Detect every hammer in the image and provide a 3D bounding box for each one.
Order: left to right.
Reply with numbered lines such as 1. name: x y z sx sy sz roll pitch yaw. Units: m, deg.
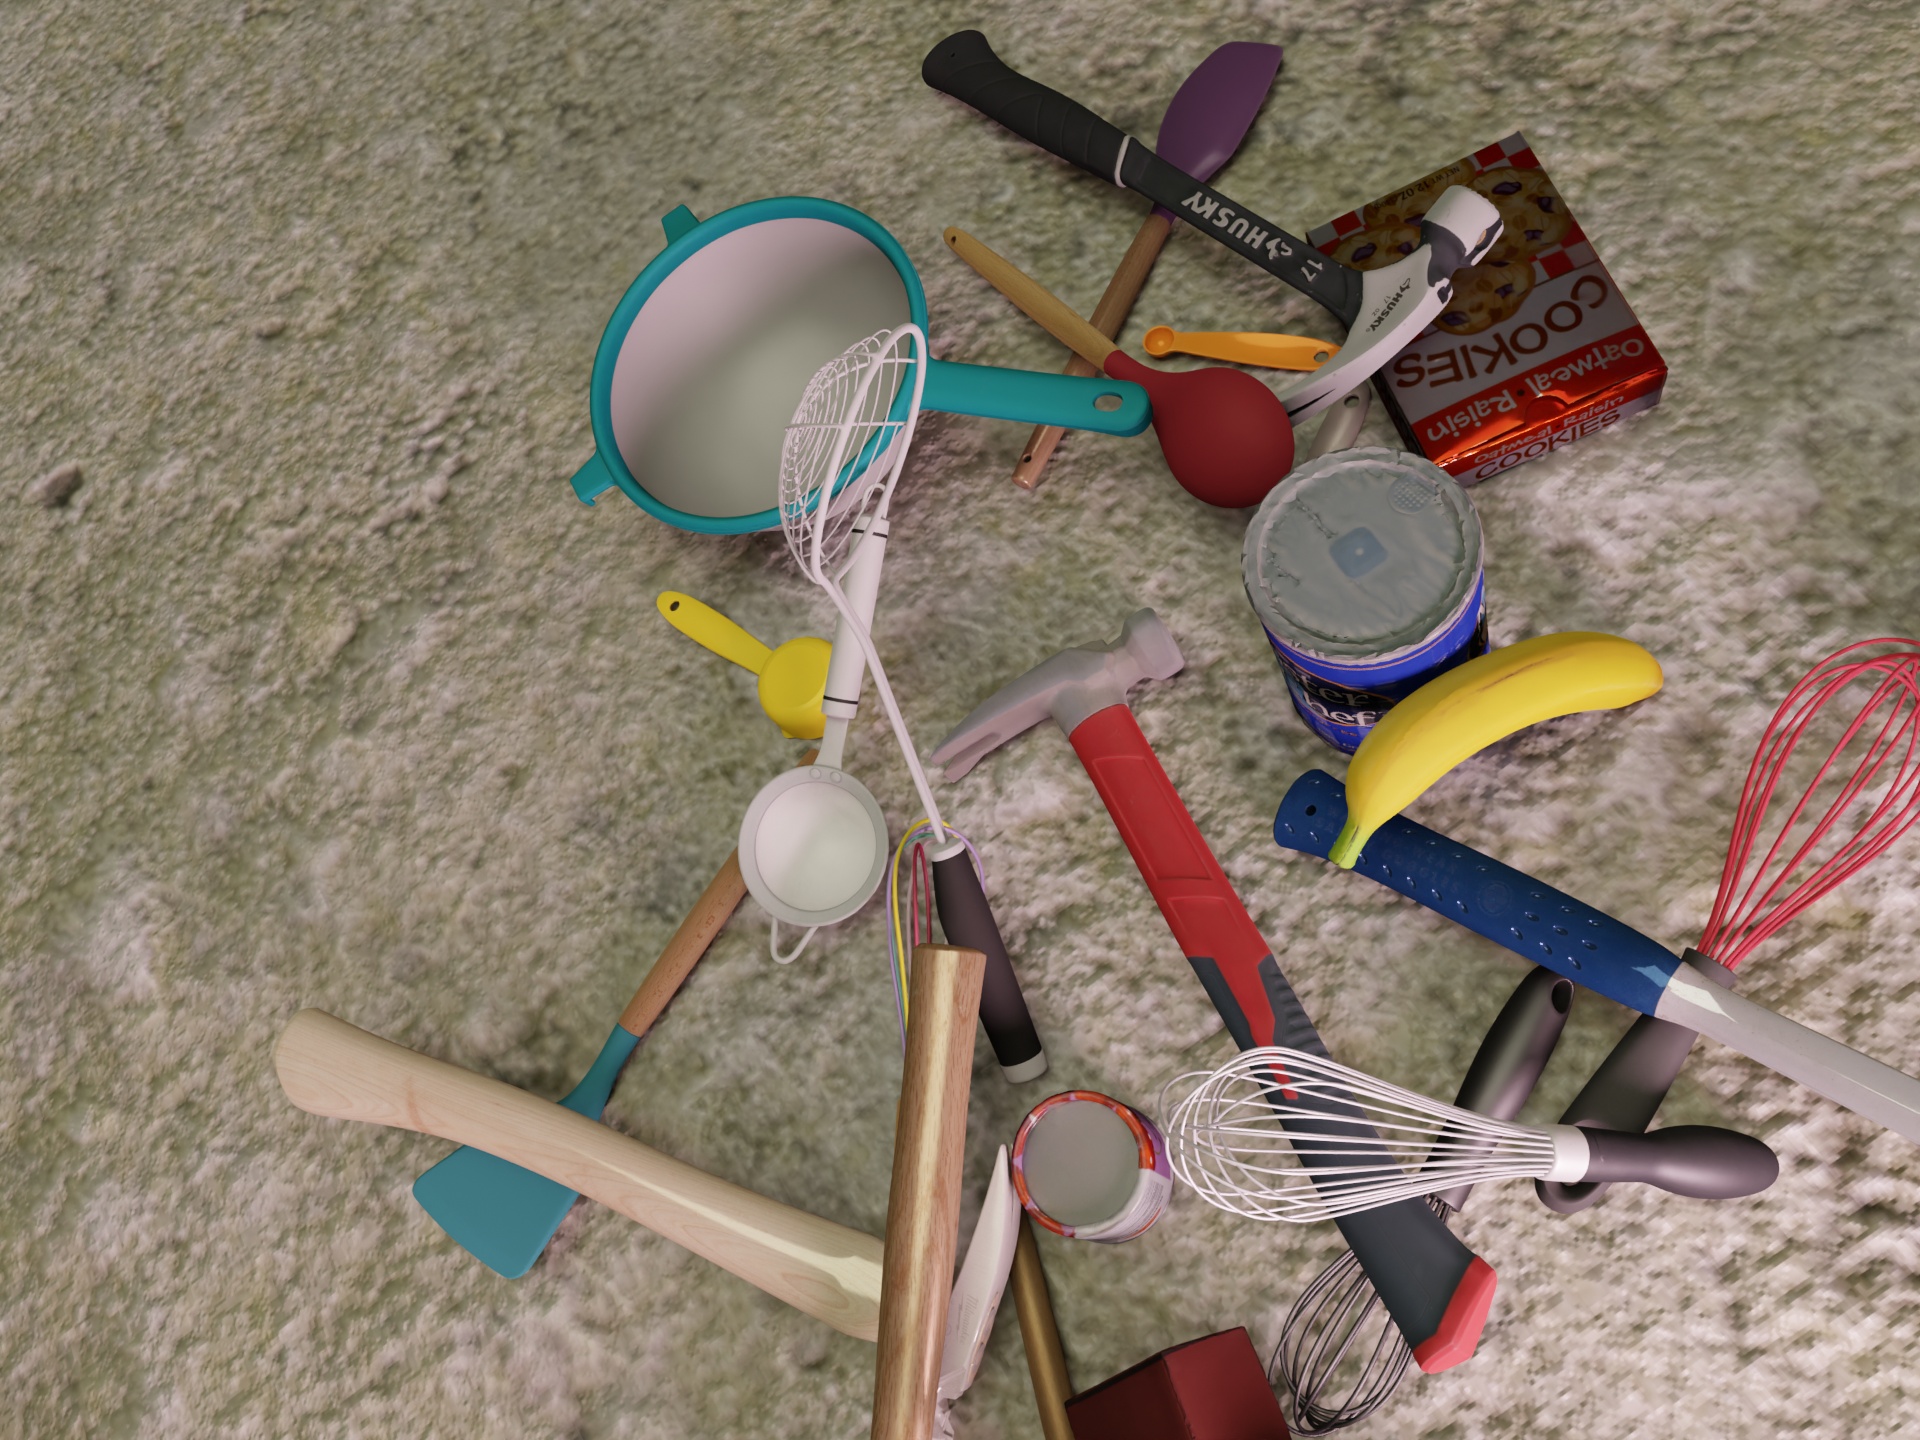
1. hammer: -0.171 0.216 0.796 0.411 0.038 0.146 17 82 19
2. hammer: -0.019 0.266 0.704 0.130 0.031 0.331 2 76 17
3. hammer: 0.105 -0.309 0.915 0.149 0.036 0.409 -51 55 7
4. hammer: 0.113 0.119 0.743 0.143 0.038 0.387 -32 54 8
5. hammer: 0.305 0.111 0.654 0.406 0.035 0.144 29 94 40

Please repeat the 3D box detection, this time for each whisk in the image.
1. whisk: -0.023 0.169 0.802 0.051 0.047 0.245 -2 73 18
2. whisk: 0.207 0.207 0.701 0.055 0.055 0.239 28 77 27
3. whisk: 0.211 0.171 0.634 0.284 0.070 0.070 8 69 -16
4. whisk: 0.339 0.090 0.692 0.073 0.073 0.296 34 91 27

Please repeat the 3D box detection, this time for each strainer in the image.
1. strainer: -0.064 0.001 0.851 0.087 0.050 0.258 11 93 18
2. strainer: -0.046 -0.181 0.915 0.340 0.095 0.211 11 78 21

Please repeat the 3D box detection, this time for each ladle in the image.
1. ladle: 0.052 0.362 0.694 0.078 0.062 0.320 -25 61 19
2. ladle: 0.073 -0.213 0.890 0.316 0.031 0.069 49 126 40

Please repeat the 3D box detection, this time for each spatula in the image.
1. spatula: -0.168 0.146 0.864 0.082 0.044 0.317 31 82 23
2. spatula: 0.104 -0.273 0.936 0.060 0.018 0.316 20 77 32

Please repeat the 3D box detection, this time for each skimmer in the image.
1. skimmer: -0.001 -0.002 0.765 0.090 0.127 0.363 -19 96 14

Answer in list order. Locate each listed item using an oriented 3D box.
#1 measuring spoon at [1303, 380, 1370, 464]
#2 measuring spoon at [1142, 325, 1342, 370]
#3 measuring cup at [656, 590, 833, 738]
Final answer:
1. measuring spoon: 0.189 -0.133 0.851 0.034 0.018 0.124 23 79 26
2. measuring spoon: 0.160 -0.208 0.897 0.117 0.011 0.021 10 73 20
3. measuring cup: -0.126 -0.043 0.926 0.157 0.029 0.062 30 83 25
